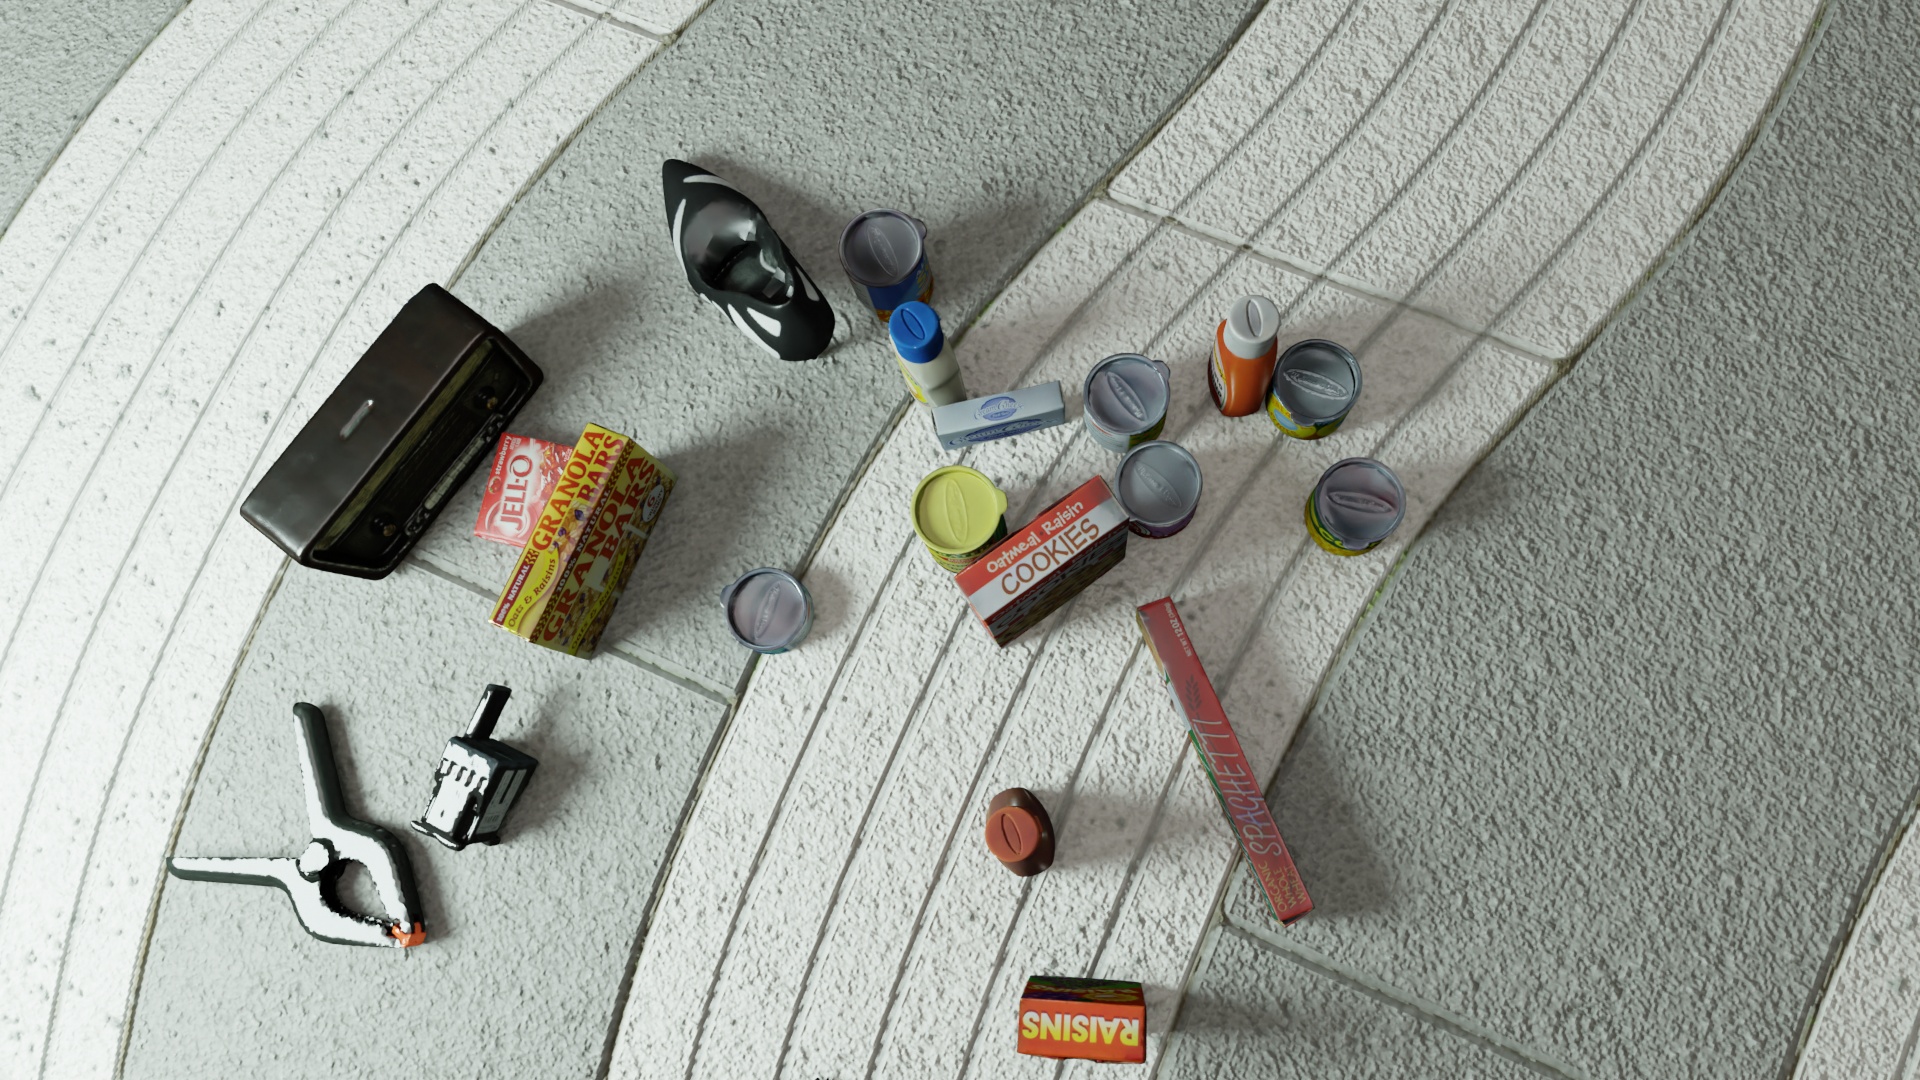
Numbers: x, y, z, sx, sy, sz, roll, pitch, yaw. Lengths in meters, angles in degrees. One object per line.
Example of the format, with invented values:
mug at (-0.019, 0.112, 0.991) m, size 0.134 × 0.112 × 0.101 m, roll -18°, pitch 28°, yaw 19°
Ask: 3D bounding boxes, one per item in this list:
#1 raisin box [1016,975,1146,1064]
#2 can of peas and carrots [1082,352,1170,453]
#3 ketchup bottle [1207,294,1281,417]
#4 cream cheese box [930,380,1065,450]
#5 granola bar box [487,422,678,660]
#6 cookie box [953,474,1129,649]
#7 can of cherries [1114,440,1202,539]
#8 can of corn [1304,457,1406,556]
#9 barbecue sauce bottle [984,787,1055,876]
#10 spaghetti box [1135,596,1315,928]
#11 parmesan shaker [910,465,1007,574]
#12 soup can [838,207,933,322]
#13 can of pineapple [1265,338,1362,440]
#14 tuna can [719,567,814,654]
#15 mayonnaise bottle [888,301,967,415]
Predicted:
raisin box at (0.085, 0.331, 0.965) m, size 0.086 × 0.123 × 0.040 m, roll 3°, pitch 79°, yaw 6°
can of peas and carrots at (0.131, -0.108, 1.085) m, size 0.071 × 0.058 × 0.071 m, roll -1°, pitch 78°, yaw 5°
ketchup bottle at (0.212, -0.141, 1.038) m, size 0.043 × 0.148 × 0.065 m, roll -9°, pitch 78°, yaw 4°
cream cheese box at (0.031, -0.098, 1.095) m, size 0.104 × 0.053 × 0.024 m, roll -12°, pitch 78°, yaw 3°
granola bar box at (-0.286, 0.003, 1.068) m, size 0.039 × 0.124 × 0.166 m, roll 23°, pitch 82°, yaw 9°
cookie box at (0.061, 0.019, 1.009) m, size 0.123 × 0.167 × 0.040 m, roll -36°, pitch 78°, yaw -2°
can of cherries at (0.149, -0.037, 1.069) m, size 0.071 × 0.058 × 0.071 m, roll -1°, pitch 78°, yaw 5°
can of corn at (0.297, -0.022, 1.052) m, size 0.071 × 0.058 × 0.071 m, roll -1°, pitch 78°, yaw 5°
barbecue sauce bottle at (0.041, 0.206, 0.982) m, size 0.044 × 0.148 × 0.065 m, roll -21°, pitch 78°, yaw 1°
spaghetti box at (0.193, 0.161, 1.027) m, size 0.029 × 0.050 × 0.250 m, roll -24°, pitch 77°, yaw 1°
parmesan shaker at (0.004, -0.013, 1.055) m, size 0.071 × 0.103 × 0.071 m, roll -1°, pitch 79°, yaw 5°
soup can at (-0.055, -0.220, 1.113) m, size 0.071 × 0.083 × 0.071 m, roll -1°, pitch 79°, yaw 5°
can of pineapple at (0.271, -0.114, 1.074) m, size 0.071 × 0.057 × 0.071 m, roll -1°, pitch 78°, yaw 5°
tuna can at (-0.152, 0.055, 1.091) m, size 0.071 × 0.032 × 0.071 m, roll -1°, pitch 78°, yaw 5°
mayonnaise bottle at (-0.027, -0.140, 1.061) m, size 0.041 × 0.148 × 0.065 m, roll -34°, pitch 78°, yaw -2°
